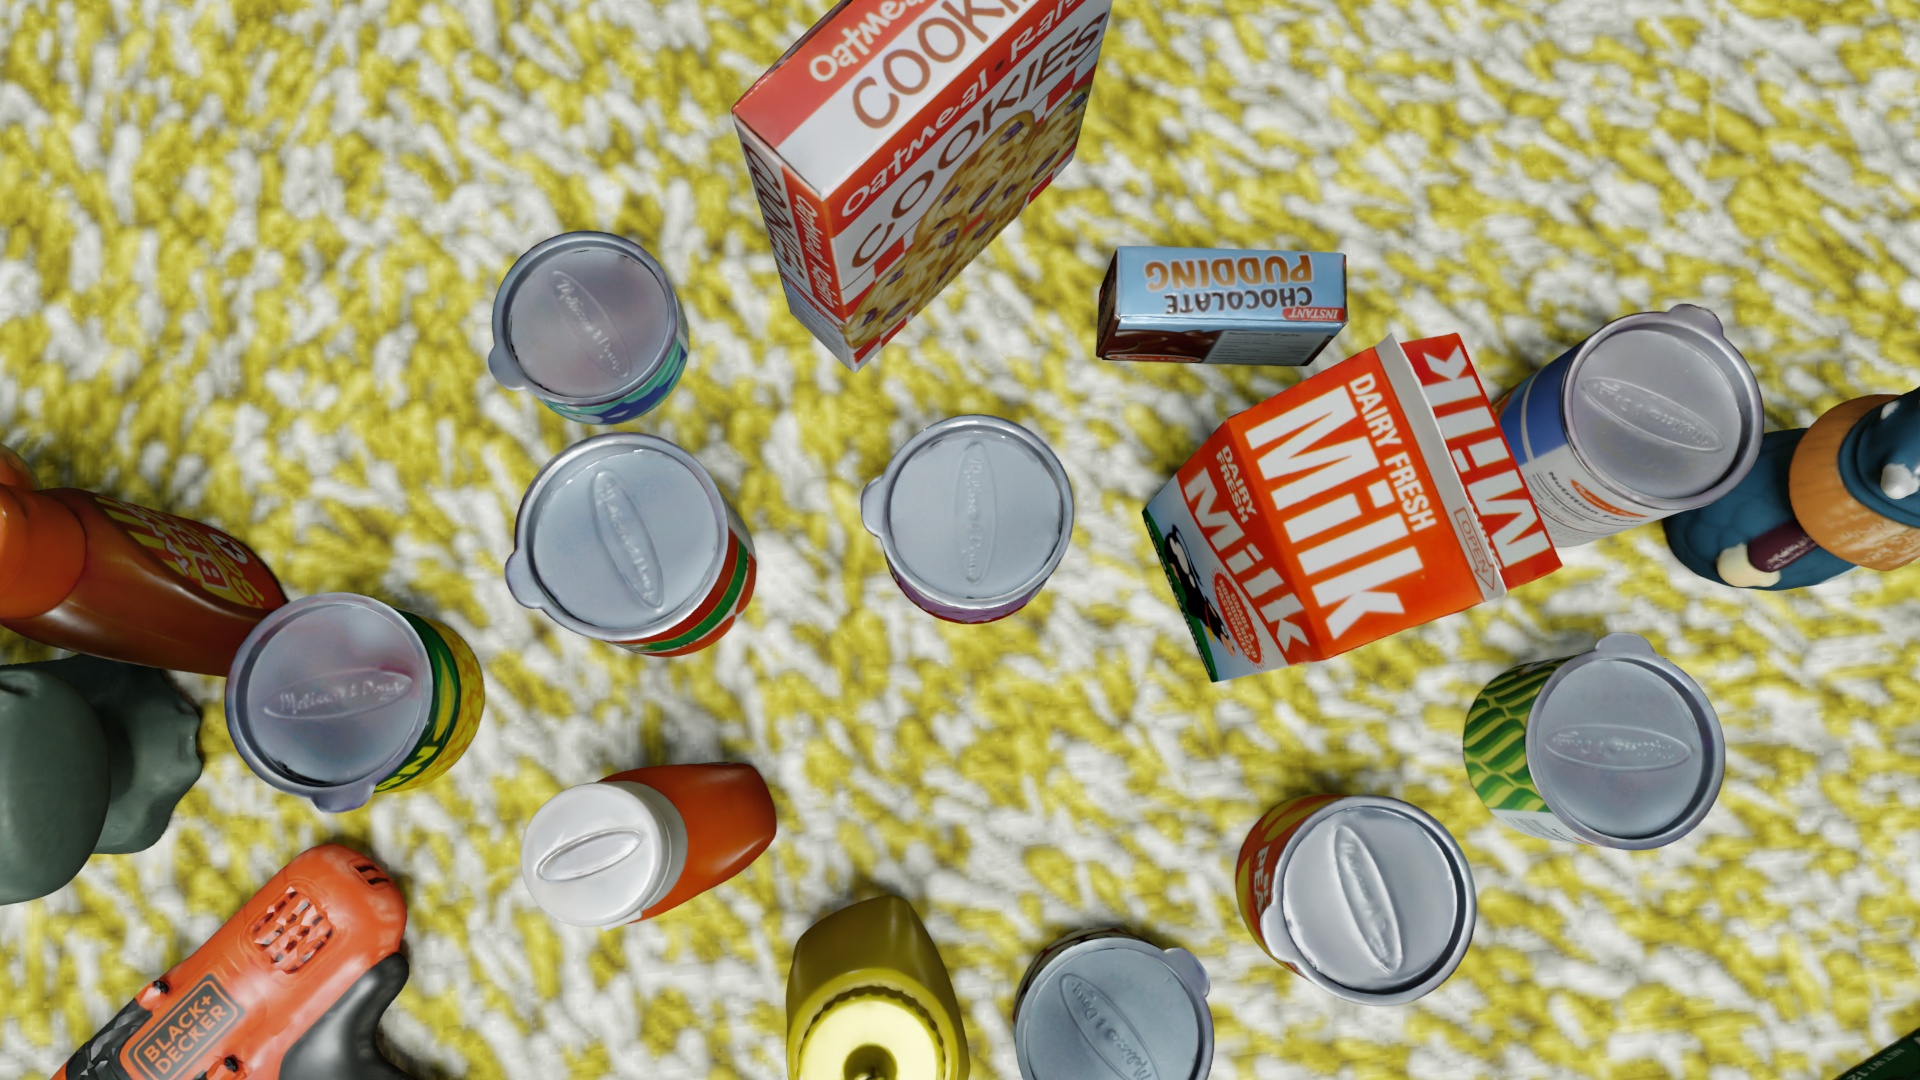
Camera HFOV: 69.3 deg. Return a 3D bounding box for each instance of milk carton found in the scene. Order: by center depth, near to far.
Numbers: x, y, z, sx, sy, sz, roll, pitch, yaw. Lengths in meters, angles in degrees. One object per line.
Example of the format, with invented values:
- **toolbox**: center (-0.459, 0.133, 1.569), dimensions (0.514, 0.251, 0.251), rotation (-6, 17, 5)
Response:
- **milk carton**: center (0.115, -0.005, 0.425), dimensions (0.073, 0.190, 0.072), rotation (-21, 82, -5)

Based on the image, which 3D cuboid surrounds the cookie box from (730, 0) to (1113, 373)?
- **cookie box**: center (-0.009, -0.132, 0.455), dimensions (0.040, 0.167, 0.123), rotation (44, 82, 5)

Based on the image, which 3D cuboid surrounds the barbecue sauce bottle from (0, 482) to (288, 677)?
- **barbecue sauce bottle**: center (-0.269, 0.010, 0.434), dimensions (0.065, 0.148, 0.044), rotation (42, 82, 5)

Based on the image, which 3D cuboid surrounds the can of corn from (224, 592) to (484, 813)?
- **can of corn**: center (-0.203, 0.056, 0.473), dimensions (0.071, 0.058, 0.071), rotation (0, 81, -1)

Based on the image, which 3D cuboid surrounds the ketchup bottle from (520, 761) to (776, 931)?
- **ketchup bottle**: center (-0.095, 0.092, 0.424), dimensions (0.065, 0.148, 0.043), rotation (-21, 82, -5)

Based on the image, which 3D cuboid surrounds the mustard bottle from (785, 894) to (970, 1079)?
- **mustard bottle**: center (-0.026, 0.145, 0.411), dimensions (0.049, 0.160, 0.065), rotation (-23, 82, -5)

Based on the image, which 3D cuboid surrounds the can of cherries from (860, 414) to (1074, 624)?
- **can of cherries**: center (0.002, -0.006, 0.489), dimensions (0.071, 0.058, 0.071), rotation (0, 81, -1)

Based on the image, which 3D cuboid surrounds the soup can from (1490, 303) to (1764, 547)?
- **soup can**: center (0.227, -0.038, 0.488), dimensions (0.071, 0.083, 0.071), rotation (0, 81, -1)

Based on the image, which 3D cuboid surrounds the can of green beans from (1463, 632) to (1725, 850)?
- **can of green beans**: center (0.217, 0.072, 0.482), dimensions (0.071, 0.057, 0.071), rotation (0, 81, -1)

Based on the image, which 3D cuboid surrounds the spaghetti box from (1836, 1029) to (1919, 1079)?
- **spaghetti box**: center (0.363, 0.176, 0.472), dimensions (0.250, 0.050, 0.029), rotation (-27, 83, -6)

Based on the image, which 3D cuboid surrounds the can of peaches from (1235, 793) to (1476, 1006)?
- **can of peaches**: center (0.129, 0.120, 0.471), dimensions (0.071, 0.058, 0.071), rotation (0, 81, -1)

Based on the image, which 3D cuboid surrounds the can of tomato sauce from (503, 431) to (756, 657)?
- **can of tomato sauce**: center (-0.108, 0.006, 0.472), dimensions (0.071, 0.083, 0.071), rotation (0, 81, -1)

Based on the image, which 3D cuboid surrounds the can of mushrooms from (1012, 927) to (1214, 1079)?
- **can of mushrooms**: center (0.053, 0.166, 0.474), dimensions (0.071, 0.033, 0.071), rotation (0, 80, -1)

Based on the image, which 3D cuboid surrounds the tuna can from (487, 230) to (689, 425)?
- **tuna can**: center (-0.136, -0.076, 0.510), dimensions (0.071, 0.032, 0.071), rotation (0, 80, -1)

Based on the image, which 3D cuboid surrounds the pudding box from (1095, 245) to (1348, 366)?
- **pudding box**: center (0.094, -0.085, 0.510), dimensions (0.084, 0.049, 0.030), rotation (1, 81, -1)
